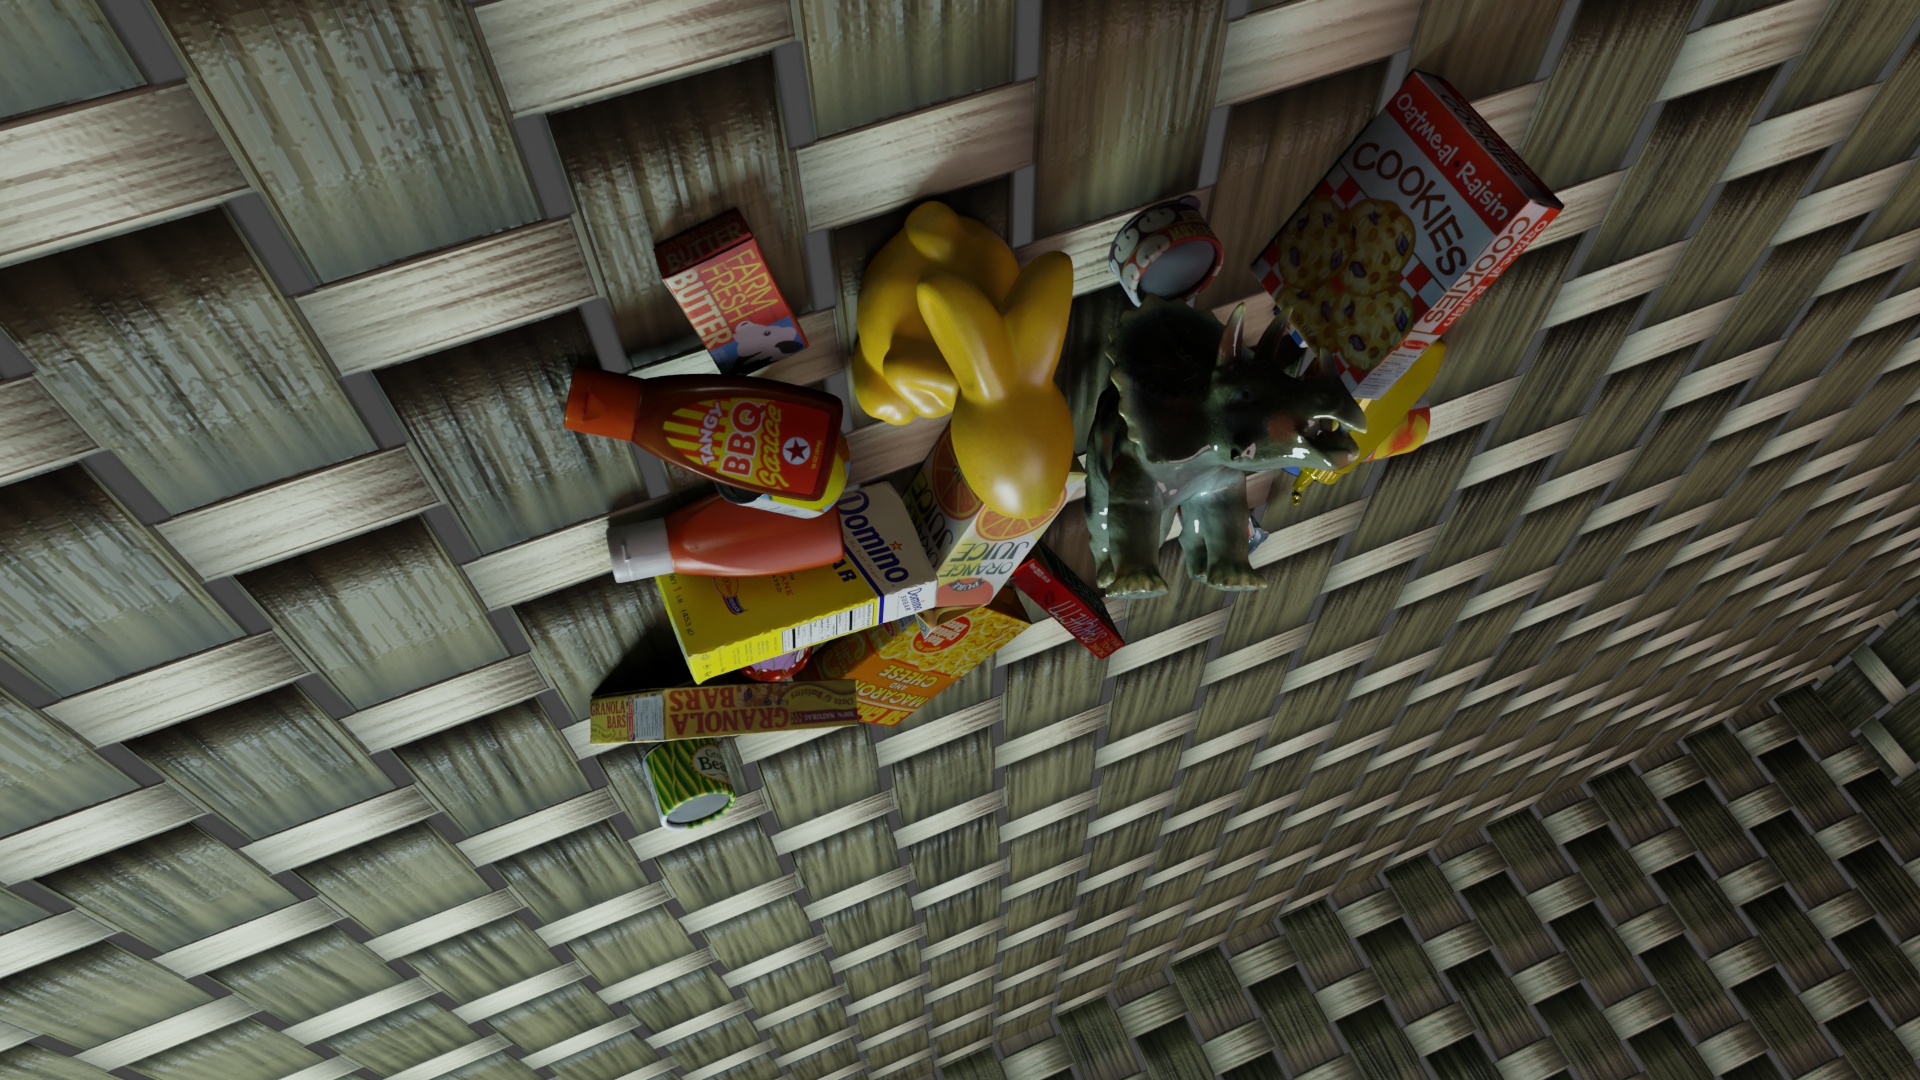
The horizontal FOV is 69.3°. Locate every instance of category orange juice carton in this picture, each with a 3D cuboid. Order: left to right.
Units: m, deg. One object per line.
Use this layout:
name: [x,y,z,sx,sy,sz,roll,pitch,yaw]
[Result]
orange juice carton: [0.004,-0.013,1.002,0.073,0.072,0.191,-1,142,-36]

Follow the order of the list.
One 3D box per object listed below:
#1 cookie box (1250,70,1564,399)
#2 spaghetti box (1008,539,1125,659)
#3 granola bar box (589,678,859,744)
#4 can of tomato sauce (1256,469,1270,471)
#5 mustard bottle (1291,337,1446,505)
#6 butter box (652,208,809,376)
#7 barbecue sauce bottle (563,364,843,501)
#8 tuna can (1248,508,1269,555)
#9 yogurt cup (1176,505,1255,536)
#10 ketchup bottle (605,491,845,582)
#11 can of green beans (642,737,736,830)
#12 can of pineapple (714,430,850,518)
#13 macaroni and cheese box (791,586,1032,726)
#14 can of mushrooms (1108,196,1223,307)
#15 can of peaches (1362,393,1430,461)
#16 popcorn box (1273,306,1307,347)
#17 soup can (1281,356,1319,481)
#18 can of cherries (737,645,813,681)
cookie box: [0.278,-0.191,0.883,0.040,0.123,0.166,-1,141,-39]
spaghetti box: [0.084,0.043,1.177,0.028,0.050,0.249,-31,151,11]
granola bar box: [-0.181,0.130,1.063,0.166,0.039,0.124,1,171,-40]
can of tomato sauce: [0.217,-0.096,1.041,0.071,0.071,0.083,-36,149,16]
mustard bottle: [0.285,-0.091,1.017,0.065,0.049,0.159,12,122,-35]
butter box: [-0.124,-0.131,0.761,0.053,0.024,0.103,-25,151,-1]
barbecue sauce bottle: [-0.144,-0.066,0.781,0.149,0.044,0.064,11,106,-13]
tuna can: [0.236,-0.005,1.238,0.071,0.033,0.070,-20,150,-12]
yogurt cup: [0.207,-0.027,1.152,0.054,0.072,0.072,-21,151,7]
ketchup bottle: [-0.153,-0.004,0.906,0.149,0.064,0.043,-11,179,-12]
can of green beans: [-0.229,0.205,1.177,0.071,0.058,0.071,-20,150,-12]
can of pineapple: [-0.110,-0.052,0.858,0.070,0.071,0.058,-42,147,26]
macaroni and cheese box: [-0.040,0.091,1.165,0.166,0.040,0.123,-39,148,20]
can of mushrooms: [0.132,-0.180,0.877,0.071,0.033,0.070,-19,150,-12]
can of peaches: [0.340,-0.098,1.138,0.058,0.071,0.071,-12,147,-25]
popcorn box: [0.301,-0.185,0.998,0.127,0.038,0.084,-9,147,-28]
soup can: [0.284,-0.098,1.096,0.071,0.071,0.083,-8,145,-29]
can of cherries: [-0.136,0.062,1.013,0.072,0.072,0.058,-15,149,-19]
